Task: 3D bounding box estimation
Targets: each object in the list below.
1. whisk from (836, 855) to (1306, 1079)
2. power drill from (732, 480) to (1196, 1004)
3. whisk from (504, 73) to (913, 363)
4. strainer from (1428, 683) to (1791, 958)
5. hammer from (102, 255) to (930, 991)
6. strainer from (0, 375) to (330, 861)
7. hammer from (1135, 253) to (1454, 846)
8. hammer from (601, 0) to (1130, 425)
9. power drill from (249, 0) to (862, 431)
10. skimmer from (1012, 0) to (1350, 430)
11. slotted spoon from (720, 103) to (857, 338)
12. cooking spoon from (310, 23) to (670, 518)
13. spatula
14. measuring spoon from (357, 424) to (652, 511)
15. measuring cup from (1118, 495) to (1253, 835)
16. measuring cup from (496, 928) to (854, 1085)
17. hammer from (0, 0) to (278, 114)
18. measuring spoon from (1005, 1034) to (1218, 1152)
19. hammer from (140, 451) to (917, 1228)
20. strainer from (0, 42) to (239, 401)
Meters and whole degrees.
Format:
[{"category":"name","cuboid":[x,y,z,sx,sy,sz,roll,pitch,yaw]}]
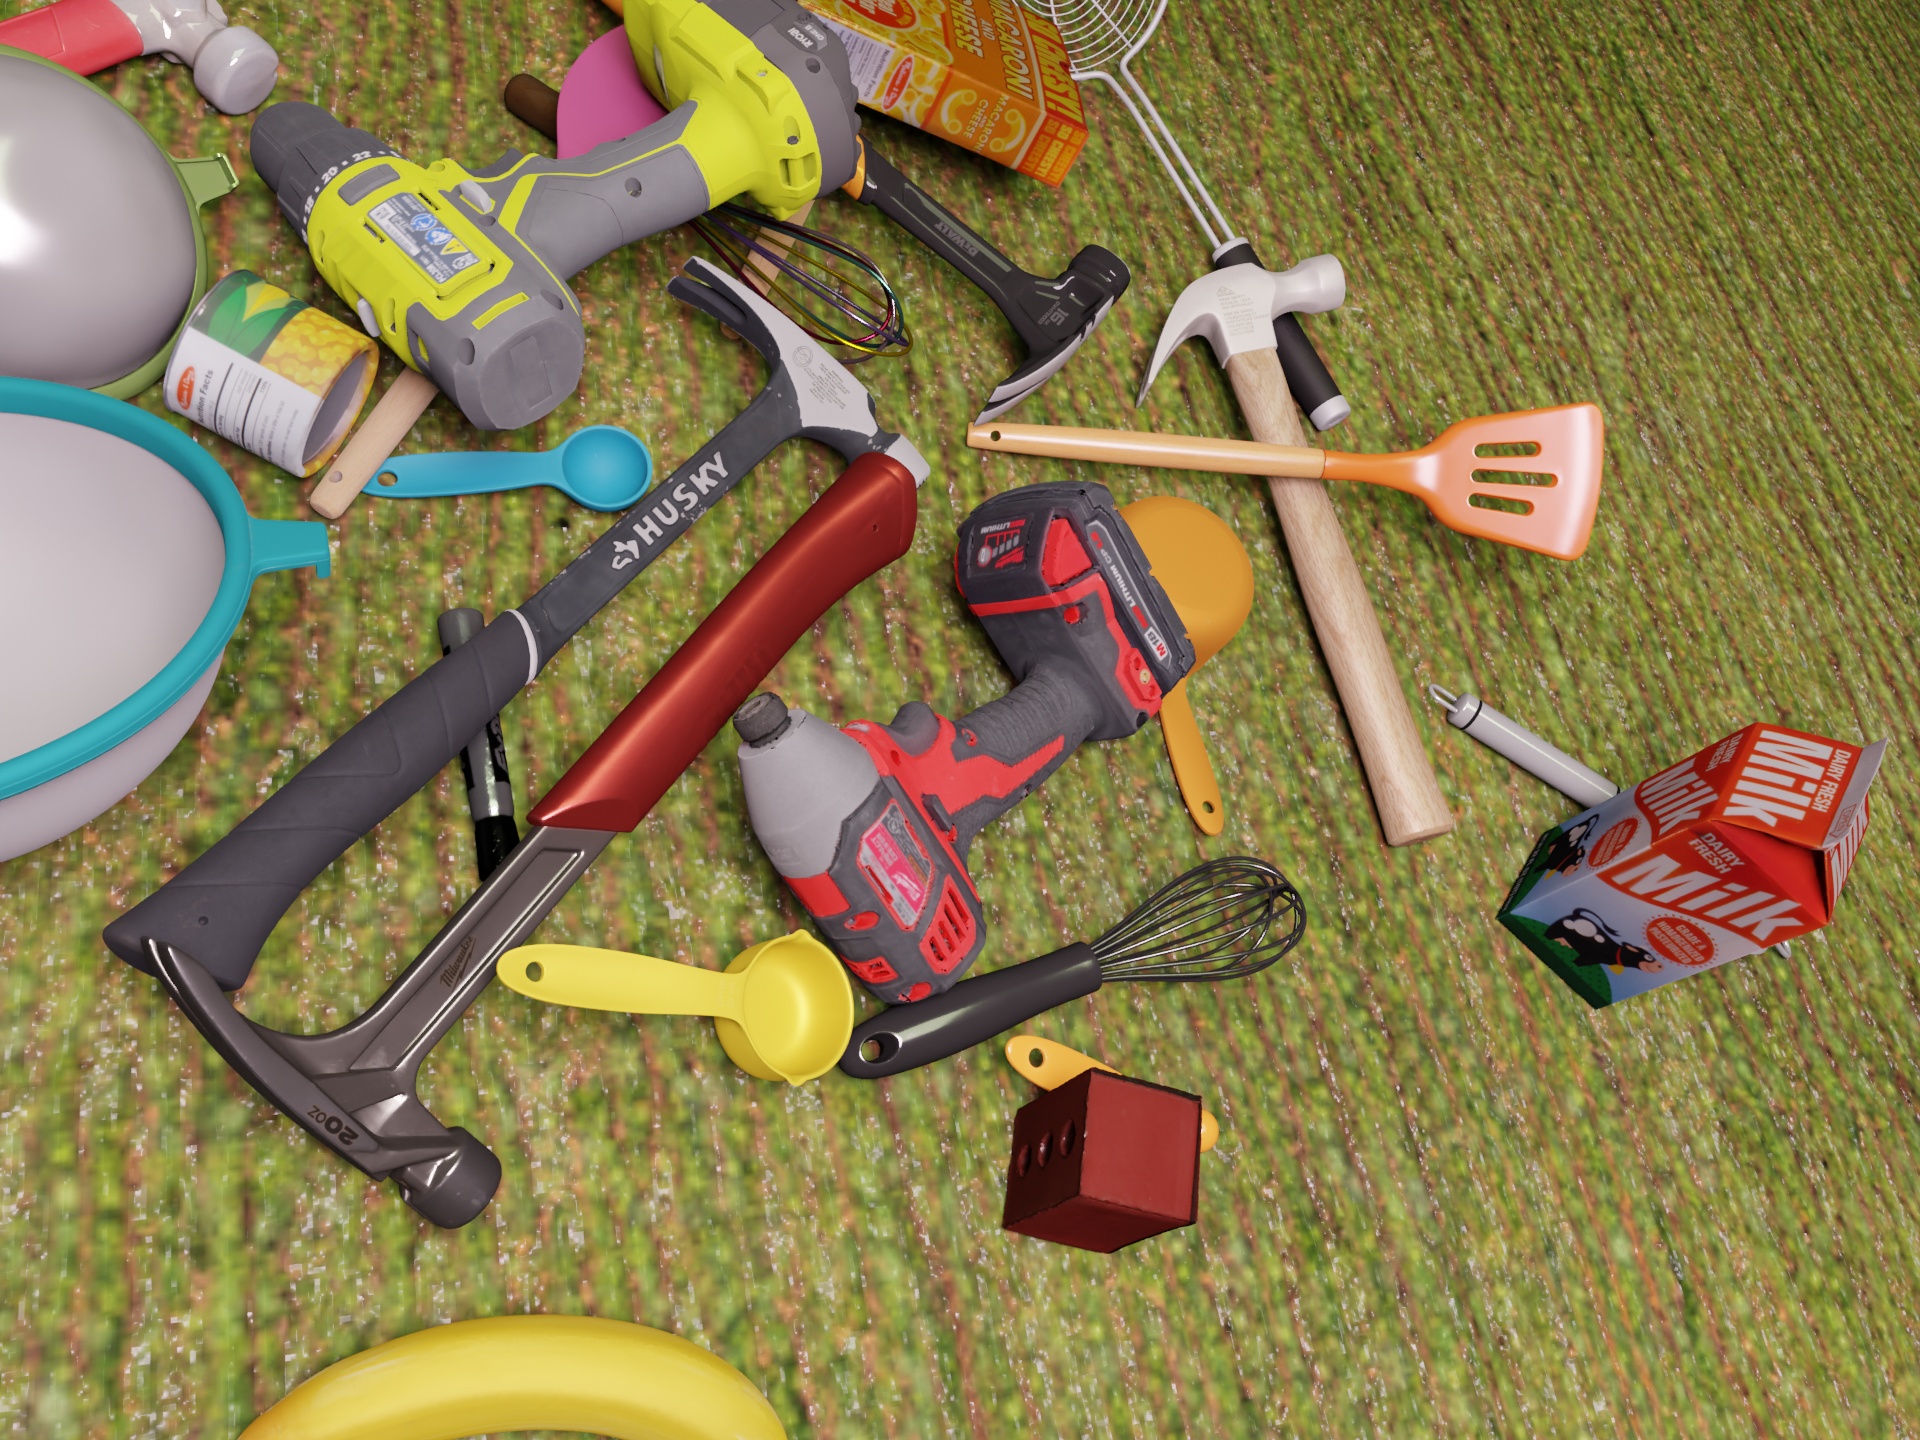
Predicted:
[{"category":"whisk","cuboid":[0.055,0.111,0.698,0.239,0.055,0.055,-16,73,-24]},{"category":"power drill","cuboid":[-0.001,-0.002,0.684,0.220,0.078,0.143,-49,118,-32]},{"category":"whisk","cuboid":[-0.125,-0.247,0.778,0.245,0.051,0.047,35,68,7]},{"category":"strainer","cuboid":[0.363,0.049,0.866,0.258,0.050,0.087,31,41,-3]},{"category":"hammer","cuboid":[-0.170,-0.047,0.649,0.149,0.036,0.409,48,53,-12]},{"category":"strainer","cuboid":[-0.404,-0.045,0.554,0.340,0.095,0.211,24,47,13]},{"category":"hammer","cuboid":[0.188,-0.093,0.848,0.130,0.031,0.331,-14,76,-9]},{"category":"hammer","cuboid":[-0.074,-0.293,0.816,0.337,0.034,0.127,39,59,0]},{"category":"power drill","cuboid":[-0.176,-0.246,0.693,0.228,0.080,0.191,-39,68,-20]},{"category":"skimmer","cuboid":[0.128,-0.334,0.920,0.127,0.090,0.363,-28,80,-3]},{"category":"slotted spoon","cuboid":[-0.073,-0.323,0.863,0.070,0.031,0.314,24,60,-11]},{"category":"cooking spoon","cuboid":[-0.200,-0.217,0.729,0.069,0.017,0.319,26,66,3]},{"category":"spatula","cuboid":[0.164,-0.135,0.819,0.322,0.041,0.081,4,99,-3]},{"category":"measuring spoon","cuboid":[-0.203,-0.107,0.709,0.128,0.021,0.042,-6,71,-16]},{"category":"measuring cup","cuboid":[0.113,-0.032,0.785,0.095,0.052,0.174,-2,65,-25]},{"category":"measuring cup","cuboid":[-0.109,0.105,0.607,0.156,0.029,0.062,17,65,-39]},{"category":"hammer","cuboid":[-0.464,-0.233,0.617,0.143,0.038,0.386,40,50,0]},{"category":"measuring spoon","cuboid":[0.068,0.160,0.682,0.116,0.011,0.021,28,65,-24]},{"category":"hammer","cuboid":[-0.131,0.007,0.621,0.359,0.037,0.149,-53,123,-30]},{"category":"strainer","cuboid":[-0.393,-0.218,0.578,0.256,0.069,0.152,30,65,-40]}]
